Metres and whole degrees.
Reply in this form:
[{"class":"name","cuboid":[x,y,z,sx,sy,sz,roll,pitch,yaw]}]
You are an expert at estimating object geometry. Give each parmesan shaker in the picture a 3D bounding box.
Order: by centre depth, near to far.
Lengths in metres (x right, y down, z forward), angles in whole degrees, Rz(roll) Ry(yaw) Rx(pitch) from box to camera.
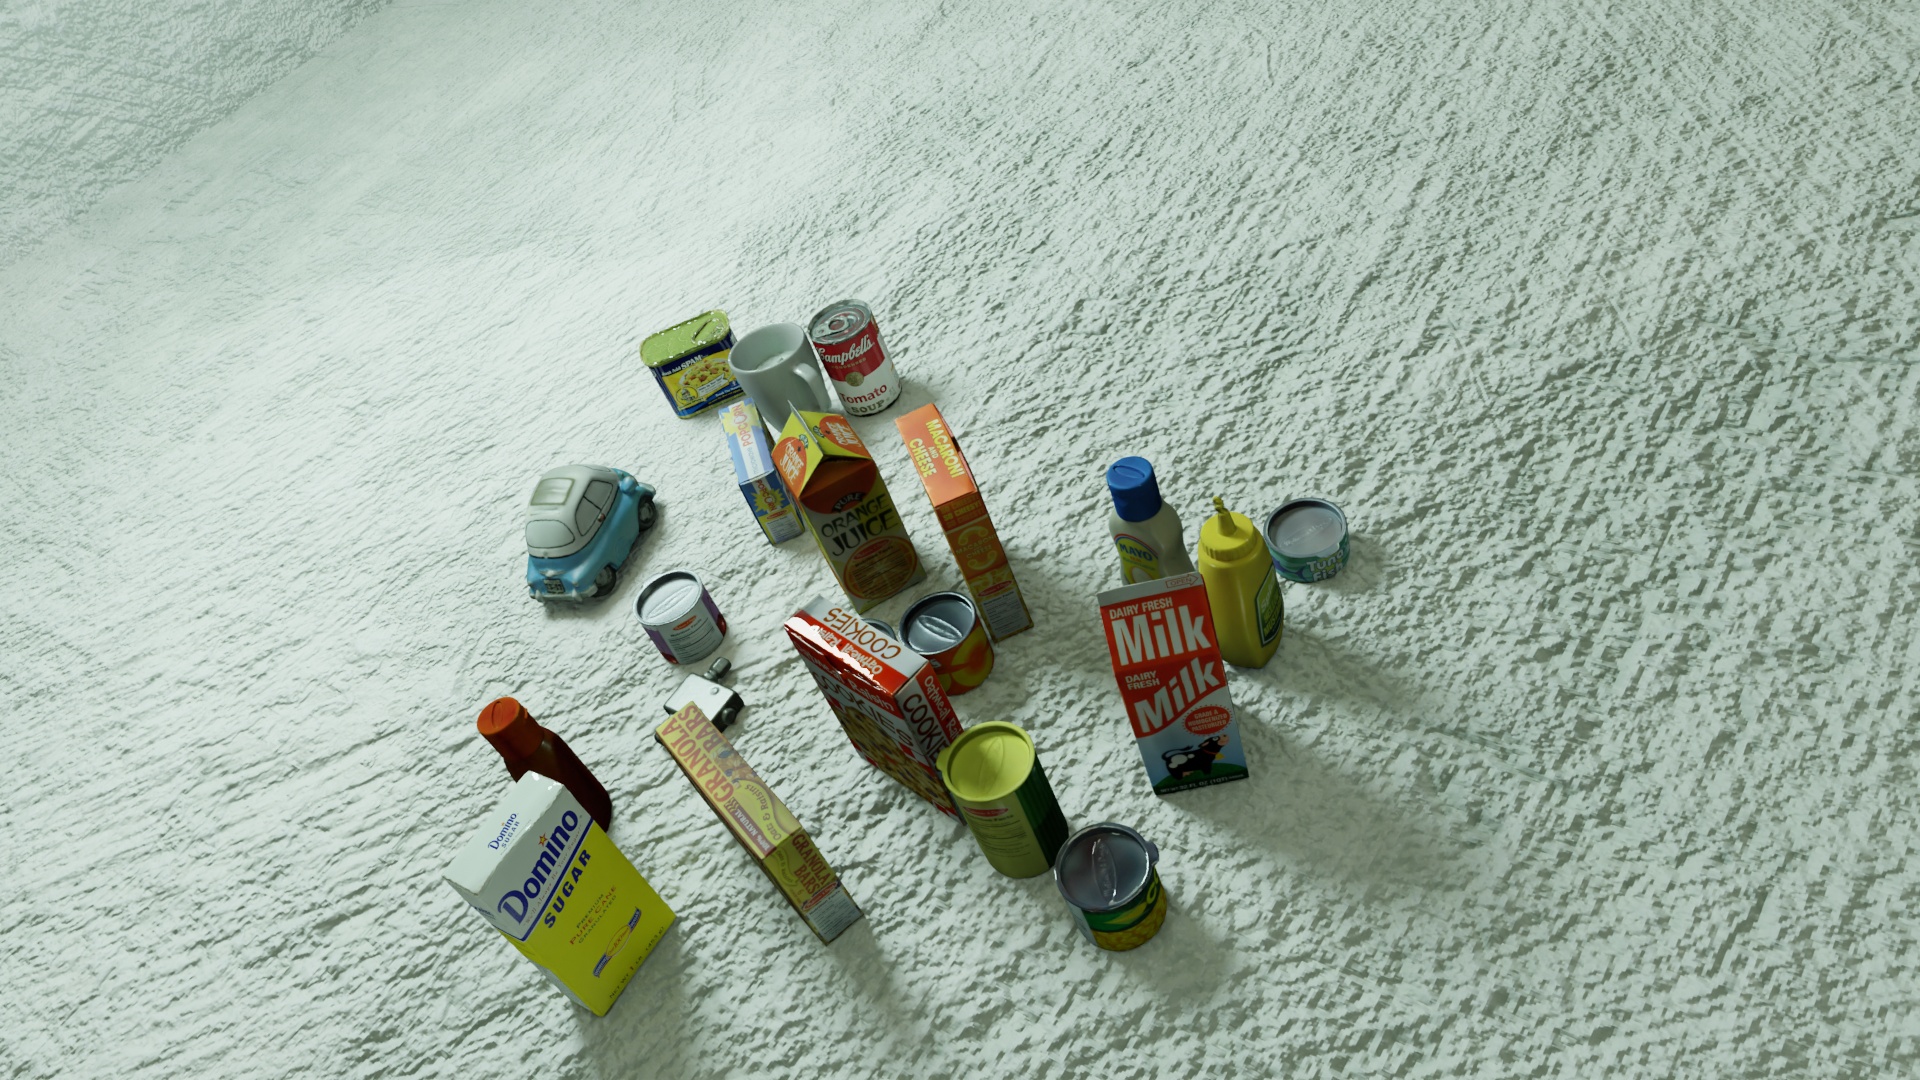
[{"class":"parmesan shaker","cuboid":[0.031,0.184,0.984,0.071,0.102,0.072,-12,44,12]}]

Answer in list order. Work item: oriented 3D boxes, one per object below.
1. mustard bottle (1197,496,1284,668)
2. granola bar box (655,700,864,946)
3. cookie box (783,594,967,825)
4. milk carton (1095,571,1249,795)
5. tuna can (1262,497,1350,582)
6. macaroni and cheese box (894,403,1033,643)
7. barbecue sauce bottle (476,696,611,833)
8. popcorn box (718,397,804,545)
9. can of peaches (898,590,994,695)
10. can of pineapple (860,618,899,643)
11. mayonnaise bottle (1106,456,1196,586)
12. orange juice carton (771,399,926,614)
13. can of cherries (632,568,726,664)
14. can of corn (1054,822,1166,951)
[{"class":"mustard bottle","cuboid":[0.204,0.027,1.027,0.049,0.159,0.065,10,52,30]},{"class":"granola bar box","cuboid":[-0.150,0.207,1.021,0.039,0.123,0.166,-38,45,-16]},{"class":"cookie box","cuboid":[-0.052,0.127,1.029,0.123,0.166,0.040,26,62,39]},{"class":"milk carton","cuboid":[0.147,0.090,0.965,0.072,0.189,0.074,-14,44,10]},{"class":"tuna can","cuboid":[0.280,0.001,1.115,0.071,0.032,0.071,-12,44,12]},{"class":"macaroni and cheese box","cuboid":[0.004,-0.014,1.147,0.040,0.165,0.124,-24,43,-1]},{"class":"barbecue sauce bottle","cuboid":[-0.329,0.181,1.103,0.044,0.148,0.065,-21,43,2]},{"class":"popcorn box","cuboid":[-0.192,-0.068,1.340,0.038,0.085,0.127,-24,43,-1]},{"class":"can of peaches","cuboid":[-0.012,0.086,1.133,0.071,0.057,0.071,-12,44,12]},{"class":"can of pineapple","cuboid":[-0.076,0.107,1.139,0.071,0.057,0.071,-12,44,12]},{"class":"mayonnaise bottle","cuboid":[0.147,-0.002,1.089,0.065,0.147,0.041,20,58,36]},{"class":"orange juice carton","cuboid":[-0.100,-0.033,1.190,0.073,0.191,0.072,-29,43,-6]},{"class":"can of cherries","cuboid":[-0.252,0.067,1.251,0.071,0.058,0.072,-12,44,12]},{"class":"can of corn","cuboid":[0.105,0.233,0.937,0.071,0.058,0.071,-12,44,12]}]
